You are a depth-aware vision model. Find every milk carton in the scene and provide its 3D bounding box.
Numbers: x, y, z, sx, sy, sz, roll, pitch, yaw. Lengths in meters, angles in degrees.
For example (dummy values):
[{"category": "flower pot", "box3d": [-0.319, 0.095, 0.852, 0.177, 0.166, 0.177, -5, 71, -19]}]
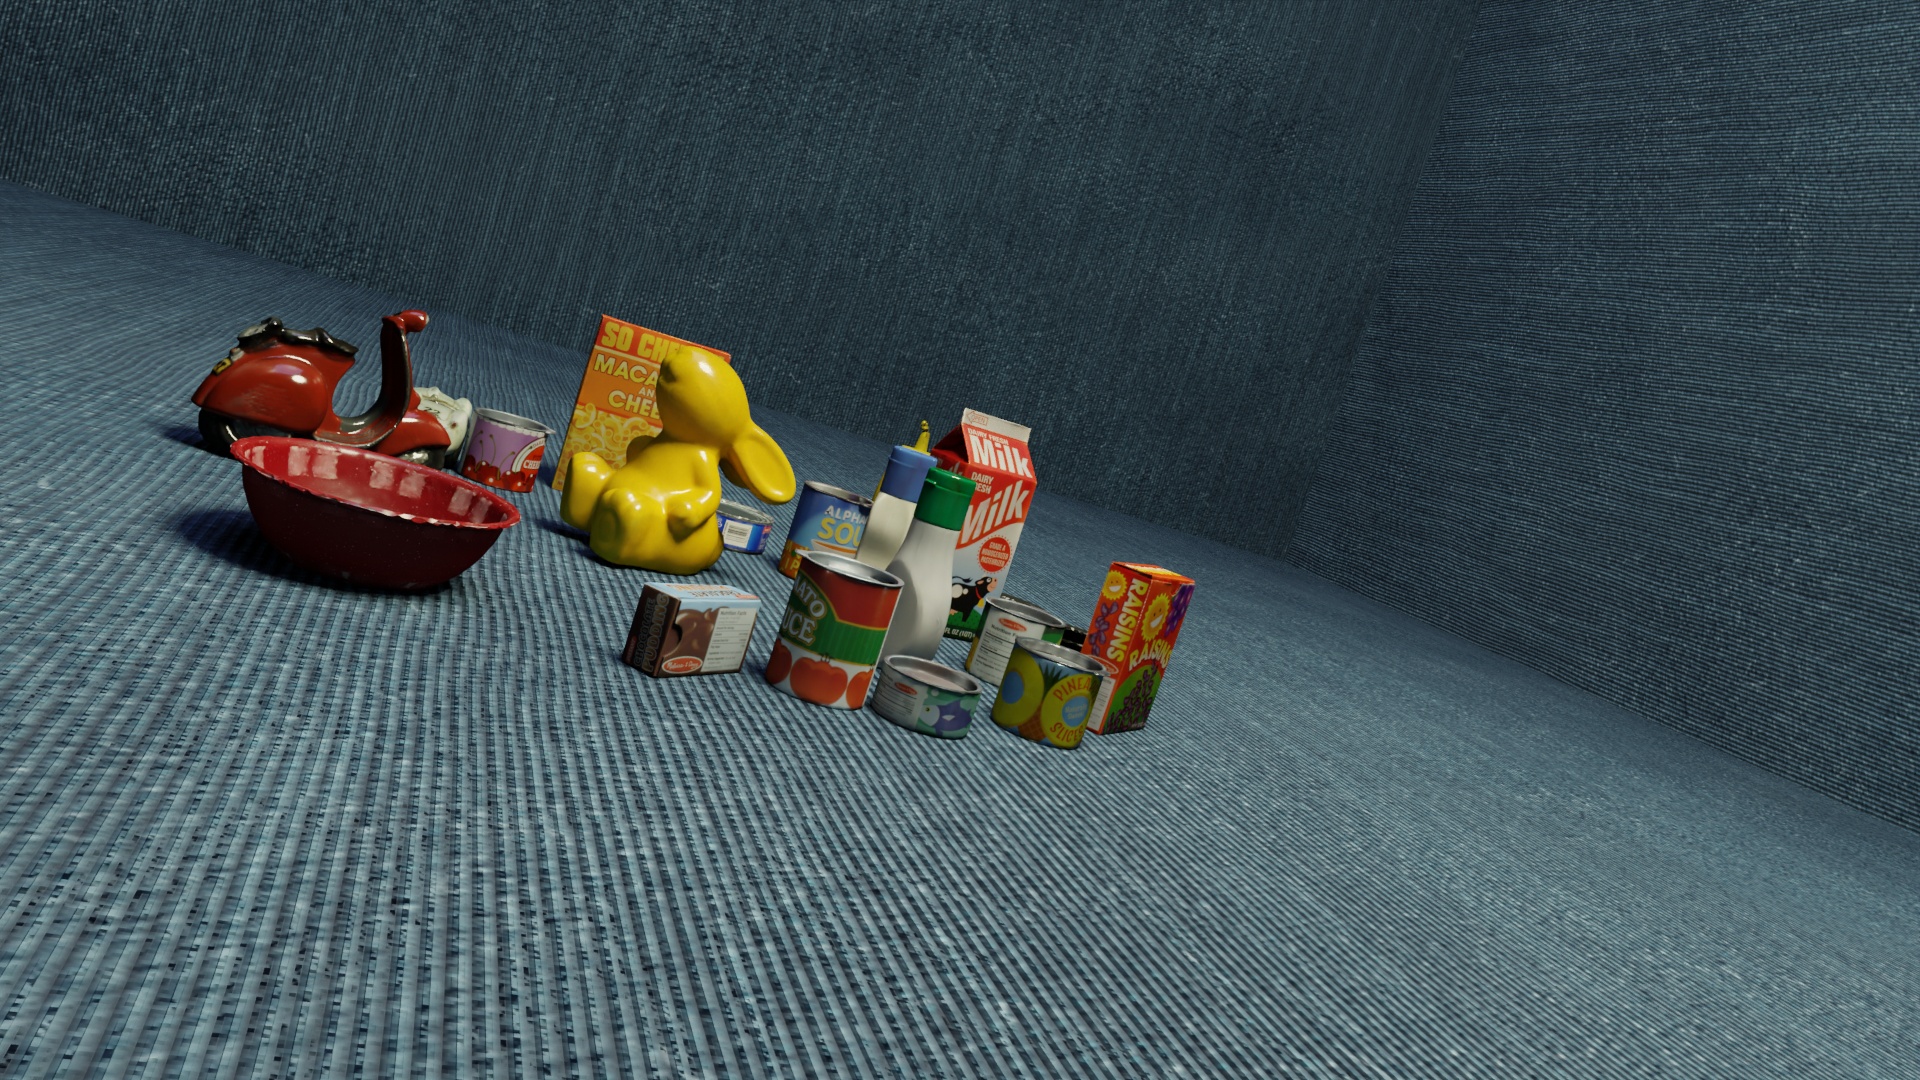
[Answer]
[{"category": "milk carton", "box3d": [0.004, -0.015, 1.203, 0.072, 0.190, 0.073, 15, 7, -31]}]

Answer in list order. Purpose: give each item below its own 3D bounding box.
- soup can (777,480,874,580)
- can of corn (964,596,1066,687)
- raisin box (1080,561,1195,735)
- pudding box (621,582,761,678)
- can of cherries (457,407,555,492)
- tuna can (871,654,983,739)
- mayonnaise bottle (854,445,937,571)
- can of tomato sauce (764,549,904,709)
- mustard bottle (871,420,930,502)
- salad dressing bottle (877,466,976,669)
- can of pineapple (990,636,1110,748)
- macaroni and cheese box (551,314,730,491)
[{"category": "soup can", "box3d": [-0.118, -0.003, 1.238, 0.071, 0.083, 0.071, 18, 6, -2]}, {"category": "can of corn", "box3d": [0.044, 0.082, 1.085, 0.071, 0.058, 0.071, 18, 6, -2]}, {"category": "raisin box", "box3d": [0.126, 0.080, 1.042, 0.040, 0.123, 0.086, 22, 7, 31]}, {"category": "pudding box", "box3d": [-0.158, 0.052, 0.826, 0.030, 0.049, 0.084, 21, 7, 26]}, {"category": "can of cherries", "box3d": [-0.397, -0.078, 1.216, 0.071, 0.058, 0.071, 18, 6, -2]}, {"category": "tuna can", "box3d": [-0.020, 0.099, 0.885, 0.071, 0.032, 0.071, 18, 7, -2]}, {"category": "mayonnaise bottle", "box3d": [-0.057, 0.001, 1.092, 0.041, 0.148, 0.065, 19, 6, 5]}, {"category": "can of tomato sauce", "box3d": [-0.081, 0.055, 0.867, 0.071, 0.083, 0.071, 18, 6, -2]}, {"category": "mustard bottle", "box3d": [-0.055, -0.043, 1.407, 0.065, 0.160, 0.049, 21, 7, 27]}, {"category": "salad dressing bottle", "box3d": [-0.028, 0.022, 1.001, 0.044, 0.147, 0.064, 13, 8, -42]}, {"category": "can of pineapple", "box3d": [0.061, 0.105, 0.950, 0.071, 0.057, 0.071, 18, 6, -2]}, {"category": "macaroni and cheese box", "box3d": [-0.299, -0.114, 1.301, 0.124, 0.166, 0.040, 16, 6, -18]}]
